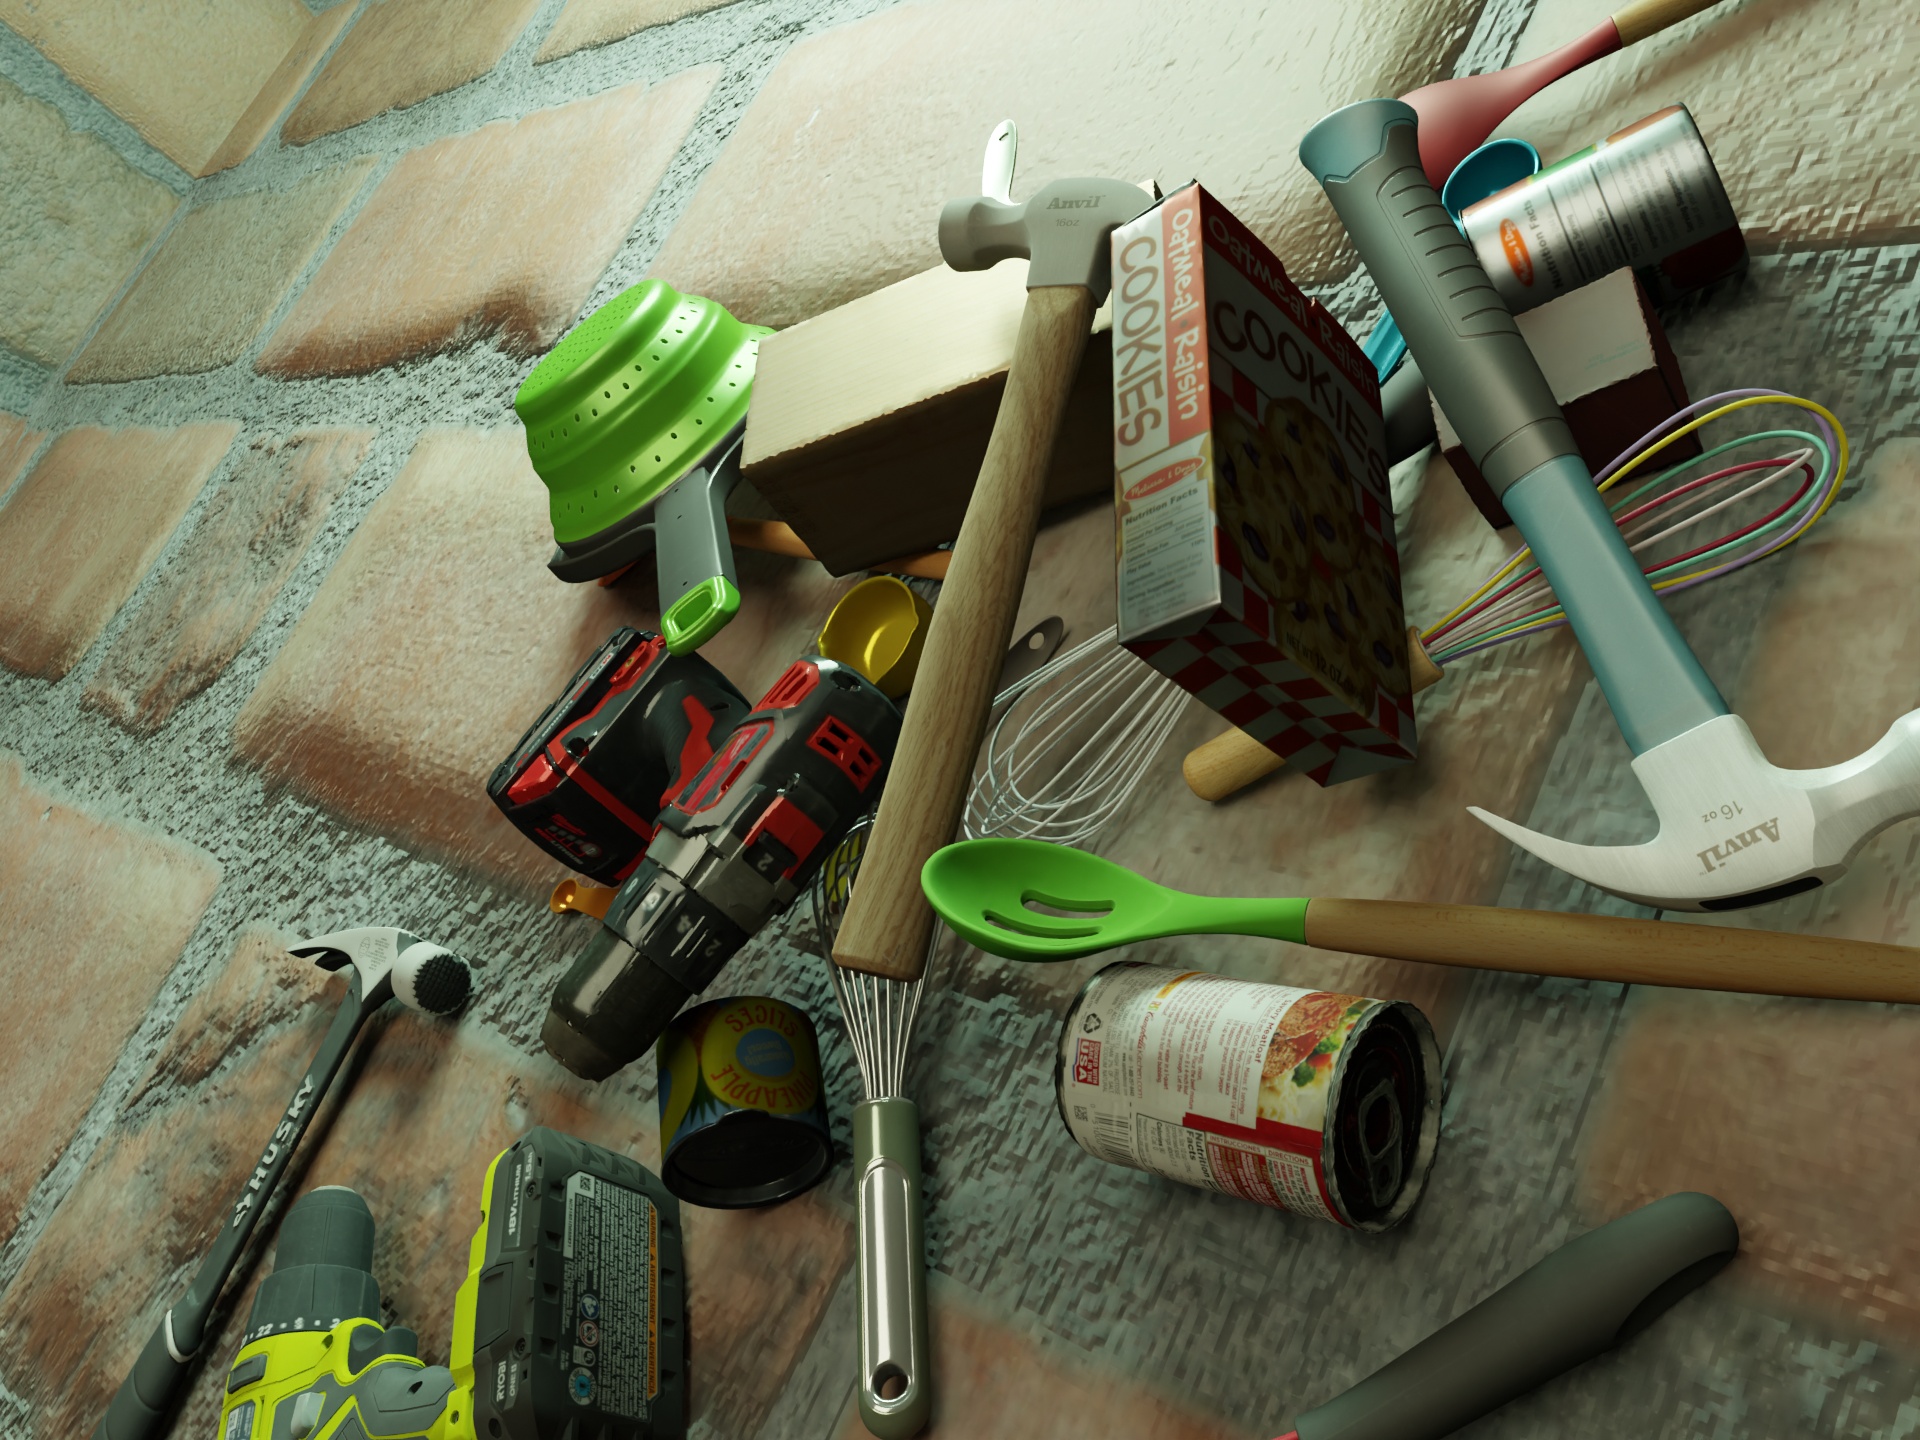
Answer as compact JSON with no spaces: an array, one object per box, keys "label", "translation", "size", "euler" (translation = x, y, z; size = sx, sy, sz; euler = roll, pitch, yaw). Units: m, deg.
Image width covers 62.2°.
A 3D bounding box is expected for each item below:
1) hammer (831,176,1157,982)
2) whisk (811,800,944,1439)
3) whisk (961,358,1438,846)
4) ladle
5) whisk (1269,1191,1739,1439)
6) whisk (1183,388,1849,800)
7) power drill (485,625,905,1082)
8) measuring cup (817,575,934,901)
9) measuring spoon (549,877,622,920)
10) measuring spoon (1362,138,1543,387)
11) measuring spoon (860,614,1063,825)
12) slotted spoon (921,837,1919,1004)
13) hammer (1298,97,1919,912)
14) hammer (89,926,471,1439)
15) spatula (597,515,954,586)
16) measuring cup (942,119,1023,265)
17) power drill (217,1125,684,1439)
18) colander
[{"label":"hammer","translation":[0.014,-0.063,0.610],"size":[0.130,0.031,0.331],"euler":[6,73,32]},{"label":"whisk","translation":[-0.028,0.140,0.602],"size":[0.058,0.059,0.247],"euler":[-7,55,4]},{"label":"whisk","translation":[0.106,-0.052,0.624],"size":[0.284,0.070,0.070],"euler":[-44,41,0]},{"label":"ladle","translation":[0.299,-0.297,0.659],"size":[0.315,0.031,0.069],"euler":[-22,48,25]},{"label":"whisk","translation":[0.082,0.213,0.439],"size":[0.296,0.073,0.073],"euler":[-35,43,8]},{"label":"whisk","translation":[0.184,-0.031,0.550],"size":[0.245,0.047,0.051],"euler":[-32,45,26]},{"label":"power drill","translation":[-0.133,0.047,0.693],"size":[0.188,0.080,0.227],"euler":[-53,28,-13]},{"label":"measuring cup","translation":[-0.041,0.010,0.733],"size":[0.062,0.029,0.157],"euler":[-9,67,36]},{"label":"measuring spoon","translation":[-0.162,0.094,0.782],"size":[0.117,0.011,0.021],"euler":[4,63,39]},{"label":"measuring spoon","translation":[0.203,-0.183,0.668],"size":[0.042,0.021,0.128],"euler":[37,96,48]},{"label":"measuring spoon","translation":[-0.001,-0.002,0.698],"size":[0.124,0.034,0.018],"euler":[-46,35,-4]},{"label":"slotted spoon","translation":[0.132,0.065,0.485],"size":[0.314,0.031,0.070],"euler":[2,21,27]},{"label":"hammer","translation":[0.185,-0.089,0.518],"size":[0.128,0.033,0.331],"euler":[-34,55,28]},{"label":"hammer","translation":[-0.391,0.292,0.813],"size":[0.149,0.036,0.409],"euler":[6,65,45]},{"label":"spatula","translation":[-0.099,-0.095,0.860],"size":[0.323,0.041,0.081],"euler":[14,70,42]},{"label":"measuring cup","translation":[0.029,-0.267,0.865],"size":[0.083,0.038,0.168],"euler":[-21,46,29]},{"label":"power drill","translation":[-0.223,0.259,0.659],"size":[0.228,0.080,0.191],"euler":[-31,45,24]},{"label":"colander","translation":[-0.166,-0.144,0.824],"size":[0.204,0.094,0.397],"euler":[-37,27,7]}]
